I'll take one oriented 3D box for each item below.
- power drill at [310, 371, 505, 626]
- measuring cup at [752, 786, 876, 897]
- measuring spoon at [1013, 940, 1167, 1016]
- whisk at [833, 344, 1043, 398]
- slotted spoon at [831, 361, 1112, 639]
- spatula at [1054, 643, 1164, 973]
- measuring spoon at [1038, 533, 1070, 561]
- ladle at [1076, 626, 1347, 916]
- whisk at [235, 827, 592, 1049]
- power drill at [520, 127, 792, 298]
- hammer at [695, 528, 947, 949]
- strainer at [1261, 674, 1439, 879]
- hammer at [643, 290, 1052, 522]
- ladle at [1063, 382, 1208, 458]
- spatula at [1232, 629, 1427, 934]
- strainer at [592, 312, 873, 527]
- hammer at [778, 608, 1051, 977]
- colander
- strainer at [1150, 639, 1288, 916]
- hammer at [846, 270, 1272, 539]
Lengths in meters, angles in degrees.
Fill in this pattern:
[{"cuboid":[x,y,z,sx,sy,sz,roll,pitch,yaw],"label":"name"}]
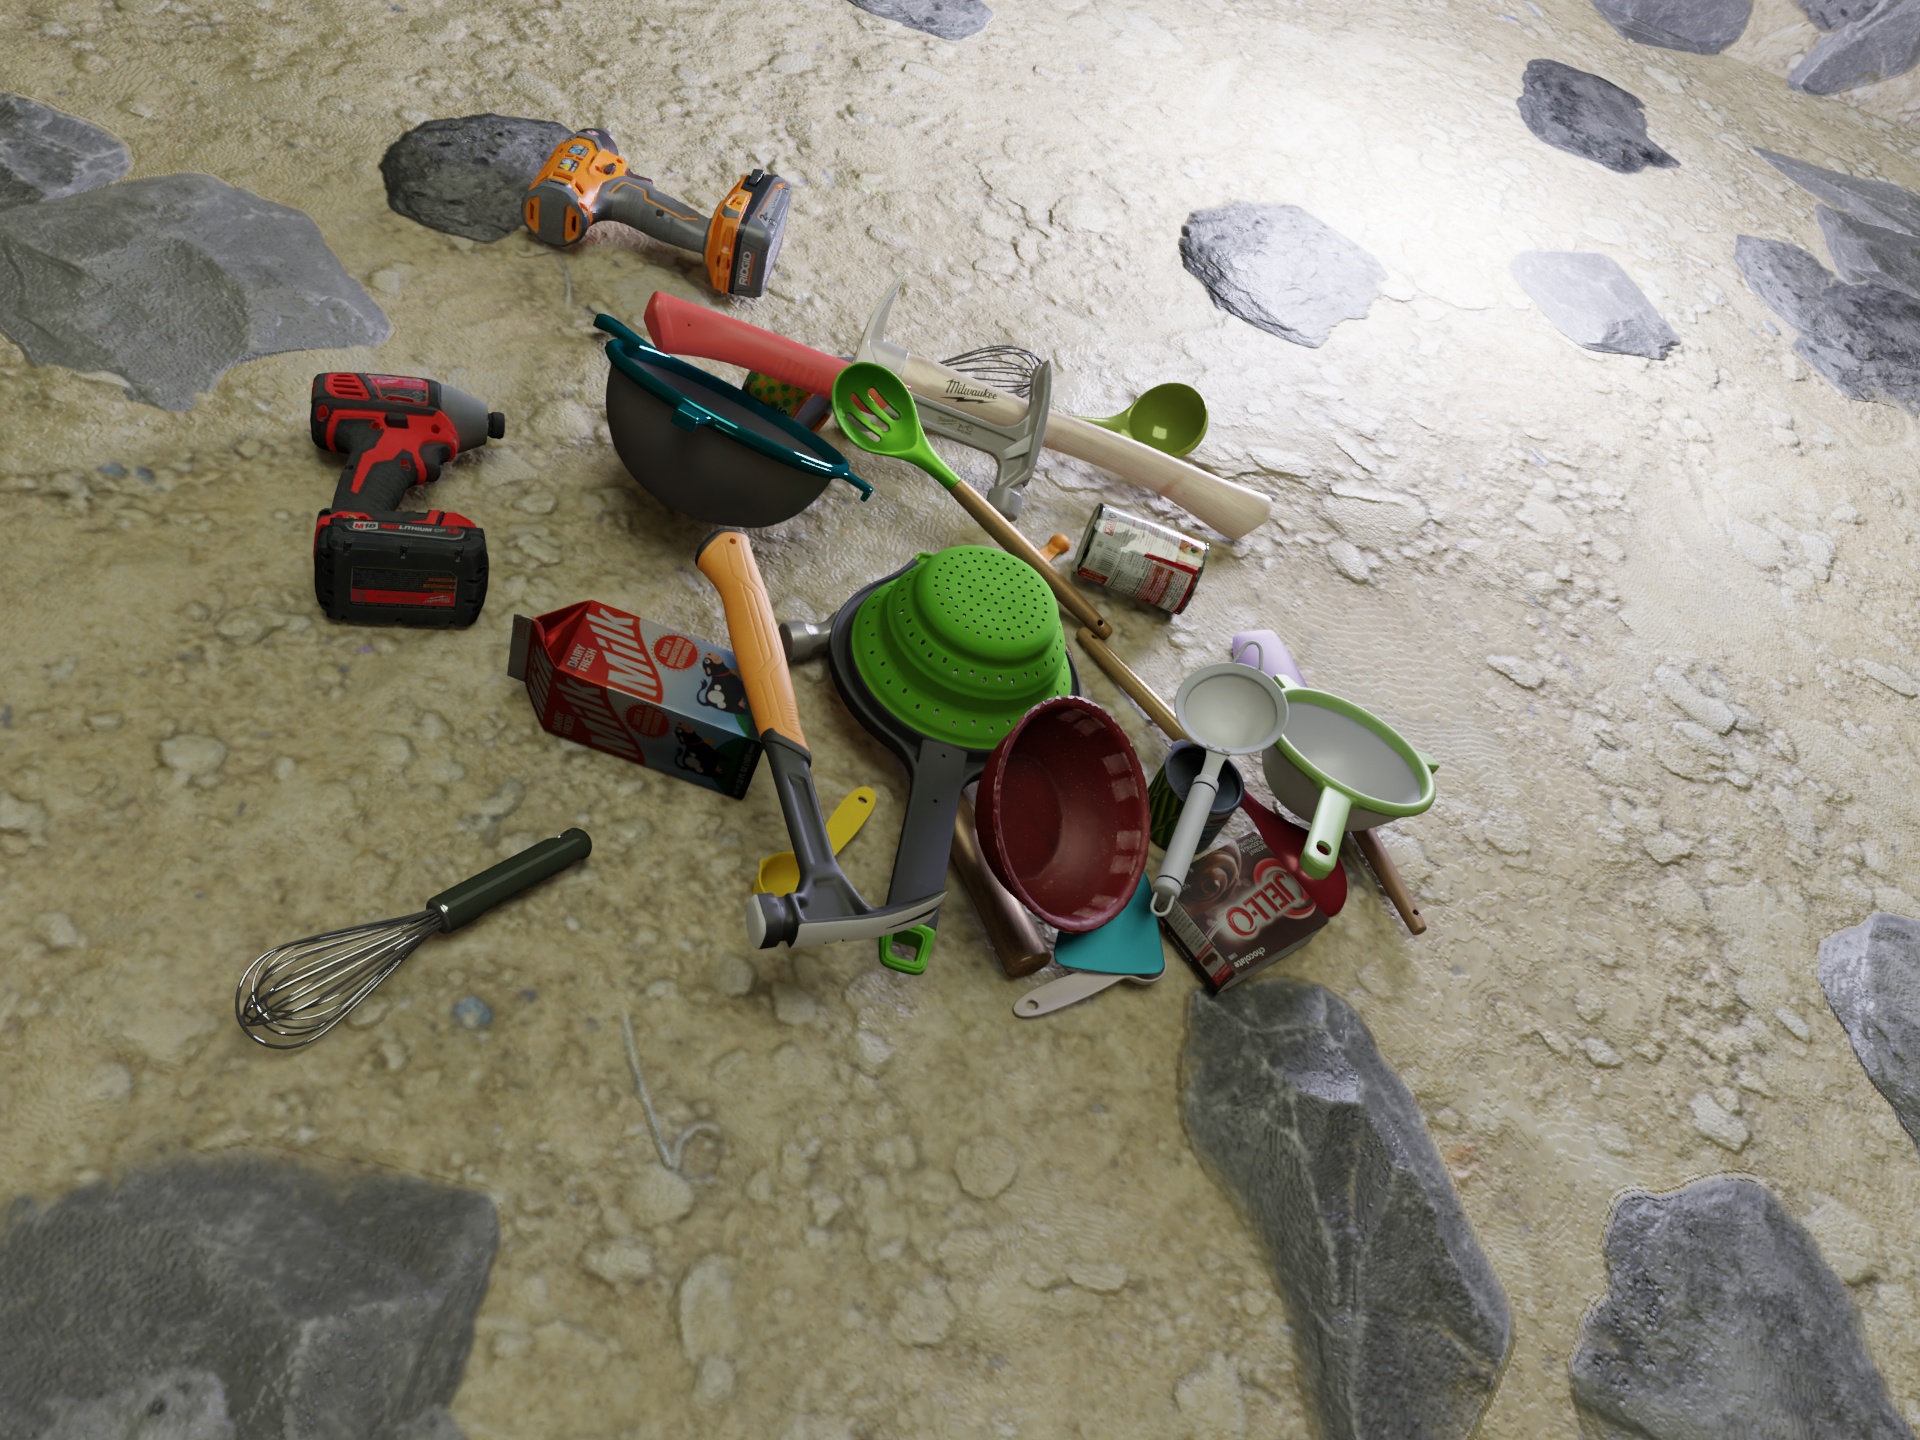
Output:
[{"cuboid":[-0.409,-0.174,1.184,0.143,0.078,0.220,1,48,-22],"label":"power drill"},{"cuboid":[-0.097,0.096,1.118,0.062,0.029,0.156,30,35,4],"label":"measuring cup"},{"cuboid":[0.090,0.187,1.120,0.124,0.018,0.034,-16,54,-24],"label":"measuring spoon"},{"cuboid":[-0.031,-0.324,1.482,0.239,0.055,0.055,-4,53,-19],"label":"whisk"},{"cuboid":[0.012,-0.177,1.331,0.313,0.031,0.070,43,73,-8],"label":"slotted spoon"},{"cuboid":[0.096,0.054,1.217,0.082,0.044,0.318,6,42,-12],"label":"spatula"},{"cuboid":[0.060,-0.136,1.381,0.021,0.011,0.117,39,48,13],"label":"measuring spoon"},{"cuboid":[0.199,0.032,1.286,0.069,0.031,0.316,-21,60,-41],"label":"ladle"},{"cuboid":[-0.329,0.126,0.983,0.246,0.058,0.059,-30,101,-41],"label":"whisk"},{"cuboid":[-0.280,-0.492,1.503,0.226,0.084,0.164,15,47,-5],"label":"power drill"},{"cuboid":[-0.116,0.000,1.081,0.127,0.034,0.337,-3,54,-25],"label":"hammer"},{"cuboid":[0.277,0.067,1.217,0.151,0.069,0.256,29,32,5],"label":"strainer"},{"cuboid":[-0.090,-0.292,1.345,0.358,0.037,0.149,17,81,-24],"label":"hammer"},{"cuboid":[0.082,-0.288,1.491,0.320,0.062,0.078,0,69,-18],"label":"ladle"},{"cuboid":[0.305,0.043,1.324,0.059,0.018,0.316,-8,54,-22],"label":"spatula"},{"cuboid":[-0.237,-0.242,1.304,0.210,0.095,0.341,15,18,-45],"label":"strainer"},{"cuboid":[-0.017,0.044,1.183,0.130,0.031,0.332,-11,57,-29],"label":"hammer"},{"cuboid":[-0.002,-0.004,1.143,0.204,0.094,0.397,17,48,-7],"label":"colander"},{"cuboid":[0.182,0.044,1.177,0.087,0.050,0.259,17,51,13],"label":"strainer"},{"cuboid":[0.099,-0.271,1.460,0.410,0.038,0.146,19,82,-11],"label":"hammer"}]
